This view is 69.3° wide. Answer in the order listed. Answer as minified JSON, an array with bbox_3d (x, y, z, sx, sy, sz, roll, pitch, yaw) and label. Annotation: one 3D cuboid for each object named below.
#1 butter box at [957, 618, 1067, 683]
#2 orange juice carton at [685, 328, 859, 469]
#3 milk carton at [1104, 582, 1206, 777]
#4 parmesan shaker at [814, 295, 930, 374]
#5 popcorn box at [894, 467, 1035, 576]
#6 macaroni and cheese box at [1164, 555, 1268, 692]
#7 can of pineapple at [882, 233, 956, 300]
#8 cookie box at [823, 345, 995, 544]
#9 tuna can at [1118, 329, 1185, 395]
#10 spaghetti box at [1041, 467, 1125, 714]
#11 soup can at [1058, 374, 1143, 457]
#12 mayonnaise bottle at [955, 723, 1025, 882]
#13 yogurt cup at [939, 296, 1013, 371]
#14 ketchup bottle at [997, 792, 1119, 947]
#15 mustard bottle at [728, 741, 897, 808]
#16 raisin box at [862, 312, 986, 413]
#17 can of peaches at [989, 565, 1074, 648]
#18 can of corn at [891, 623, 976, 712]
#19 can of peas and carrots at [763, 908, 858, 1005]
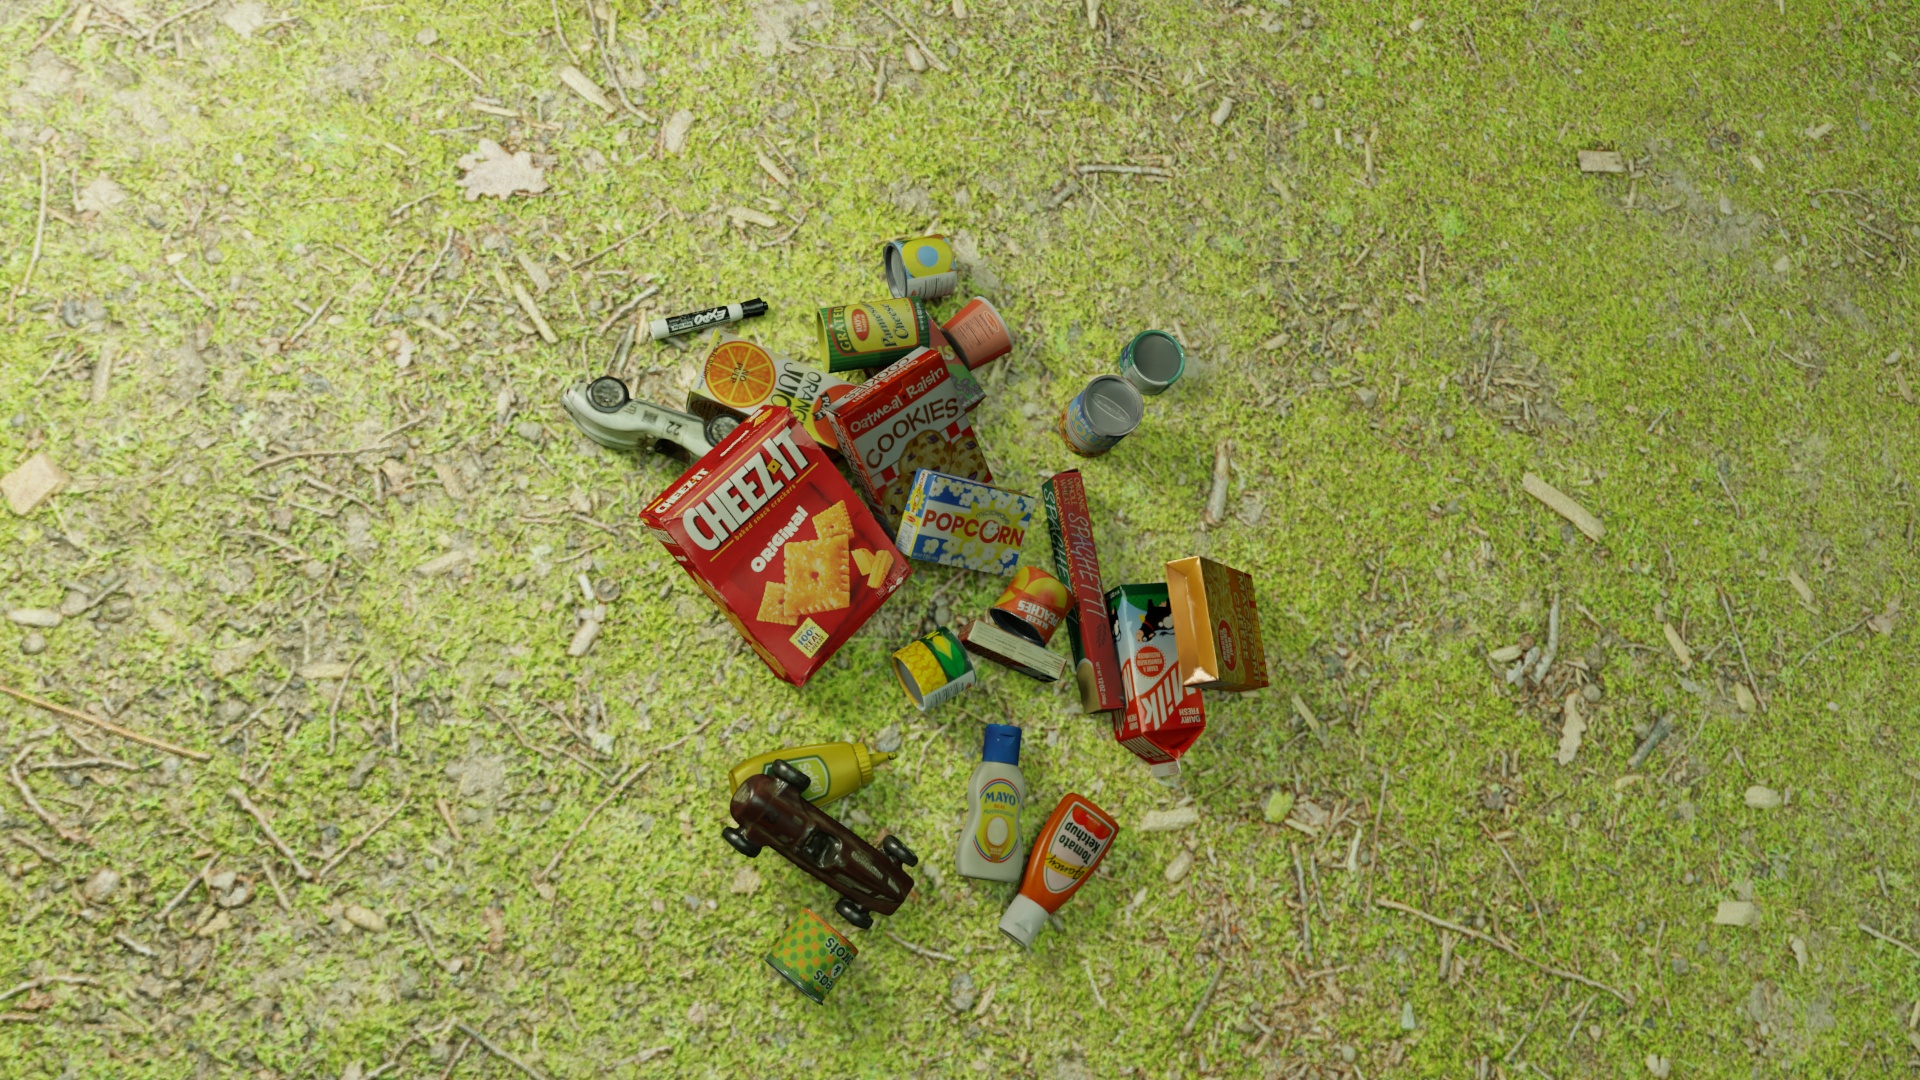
[{"bbox_3d":[0.050,0.111,1.384,0.103,0.053,0.024,24,75,-7],"label":"butter box"},{"bbox_3d":[-0.168,-0.131,1.376,0.193,0.073,0.072,21,72,-9],"label":"orange juice carton"},{"bbox_3d":[0.195,0.142,1.404,0.073,0.072,0.191,-3,77,-16],"label":"milk carton"},{"bbox_3d":[-0.088,-0.207,1.379,0.103,0.071,0.071,-10,79,-12],"label":"parmesan shaker"},{"bbox_3d":[0.005,-0.017,1.375,0.127,0.038,0.085,12,98,-34],"label":"popcorn box"},{"bbox_3d":[0.259,0.087,1.396,0.040,0.166,0.124,-13,76,27],"label":"macaroni and cheese box"},{"bbox_3d":[-0.043,-0.285,1.452,0.058,0.071,0.071,-14,81,-18],"label":"can of pineapple"},{"bbox_3d":[-0.046,-0.089,1.368,0.123,0.040,0.166,-36,123,-20],"label":"cookie box"},{"bbox_3d":[0.210,-0.197,1.514,0.071,0.032,0.071,3,76,-14],"label":"tuna can"},{"bbox_3d":[0.124,0.052,1.420,0.029,0.050,0.250,-6,78,-17],"label":"spaghetti box"},{"bbox_3d":[0.144,-0.127,1.452,0.071,0.083,0.071,3,76,-14],"label":"soup can"},{"bbox_3d":[0.034,0.254,1.349,0.065,0.041,0.148,10,75,-11],"label":"mayonnaise bottle"},{"bbox_3d":[0.015,-0.213,1.451,0.054,0.072,0.072,-35,87,-11],"label":"yogurt cup"},{"bbox_3d":[0.091,0.322,1.347,0.065,0.043,0.149,38,71,-3],"label":"ketchup bottle"},{"bbox_3d":[-0.135,0.220,1.308,0.161,0.048,0.065,-14,87,-17],"label":"mustard bottle"},{"bbox_3d":[-0.045,-0.173,1.437,0.086,0.040,0.123,-34,86,-19],"label":"raisin box"},{"bbox_3d":[0.073,0.067,1.391,0.071,0.071,0.058,38,69,-3],"label":"can of peaches"},{"bbox_3d":[-0.028,0.124,1.353,0.058,0.071,0.071,-27,85,-19],"label":"can of corn"},{"bbox_3d":[-0.133,0.377,1.259,0.071,0.070,0.059,40,70,-3],"label":"can of peas and carrots"}]
